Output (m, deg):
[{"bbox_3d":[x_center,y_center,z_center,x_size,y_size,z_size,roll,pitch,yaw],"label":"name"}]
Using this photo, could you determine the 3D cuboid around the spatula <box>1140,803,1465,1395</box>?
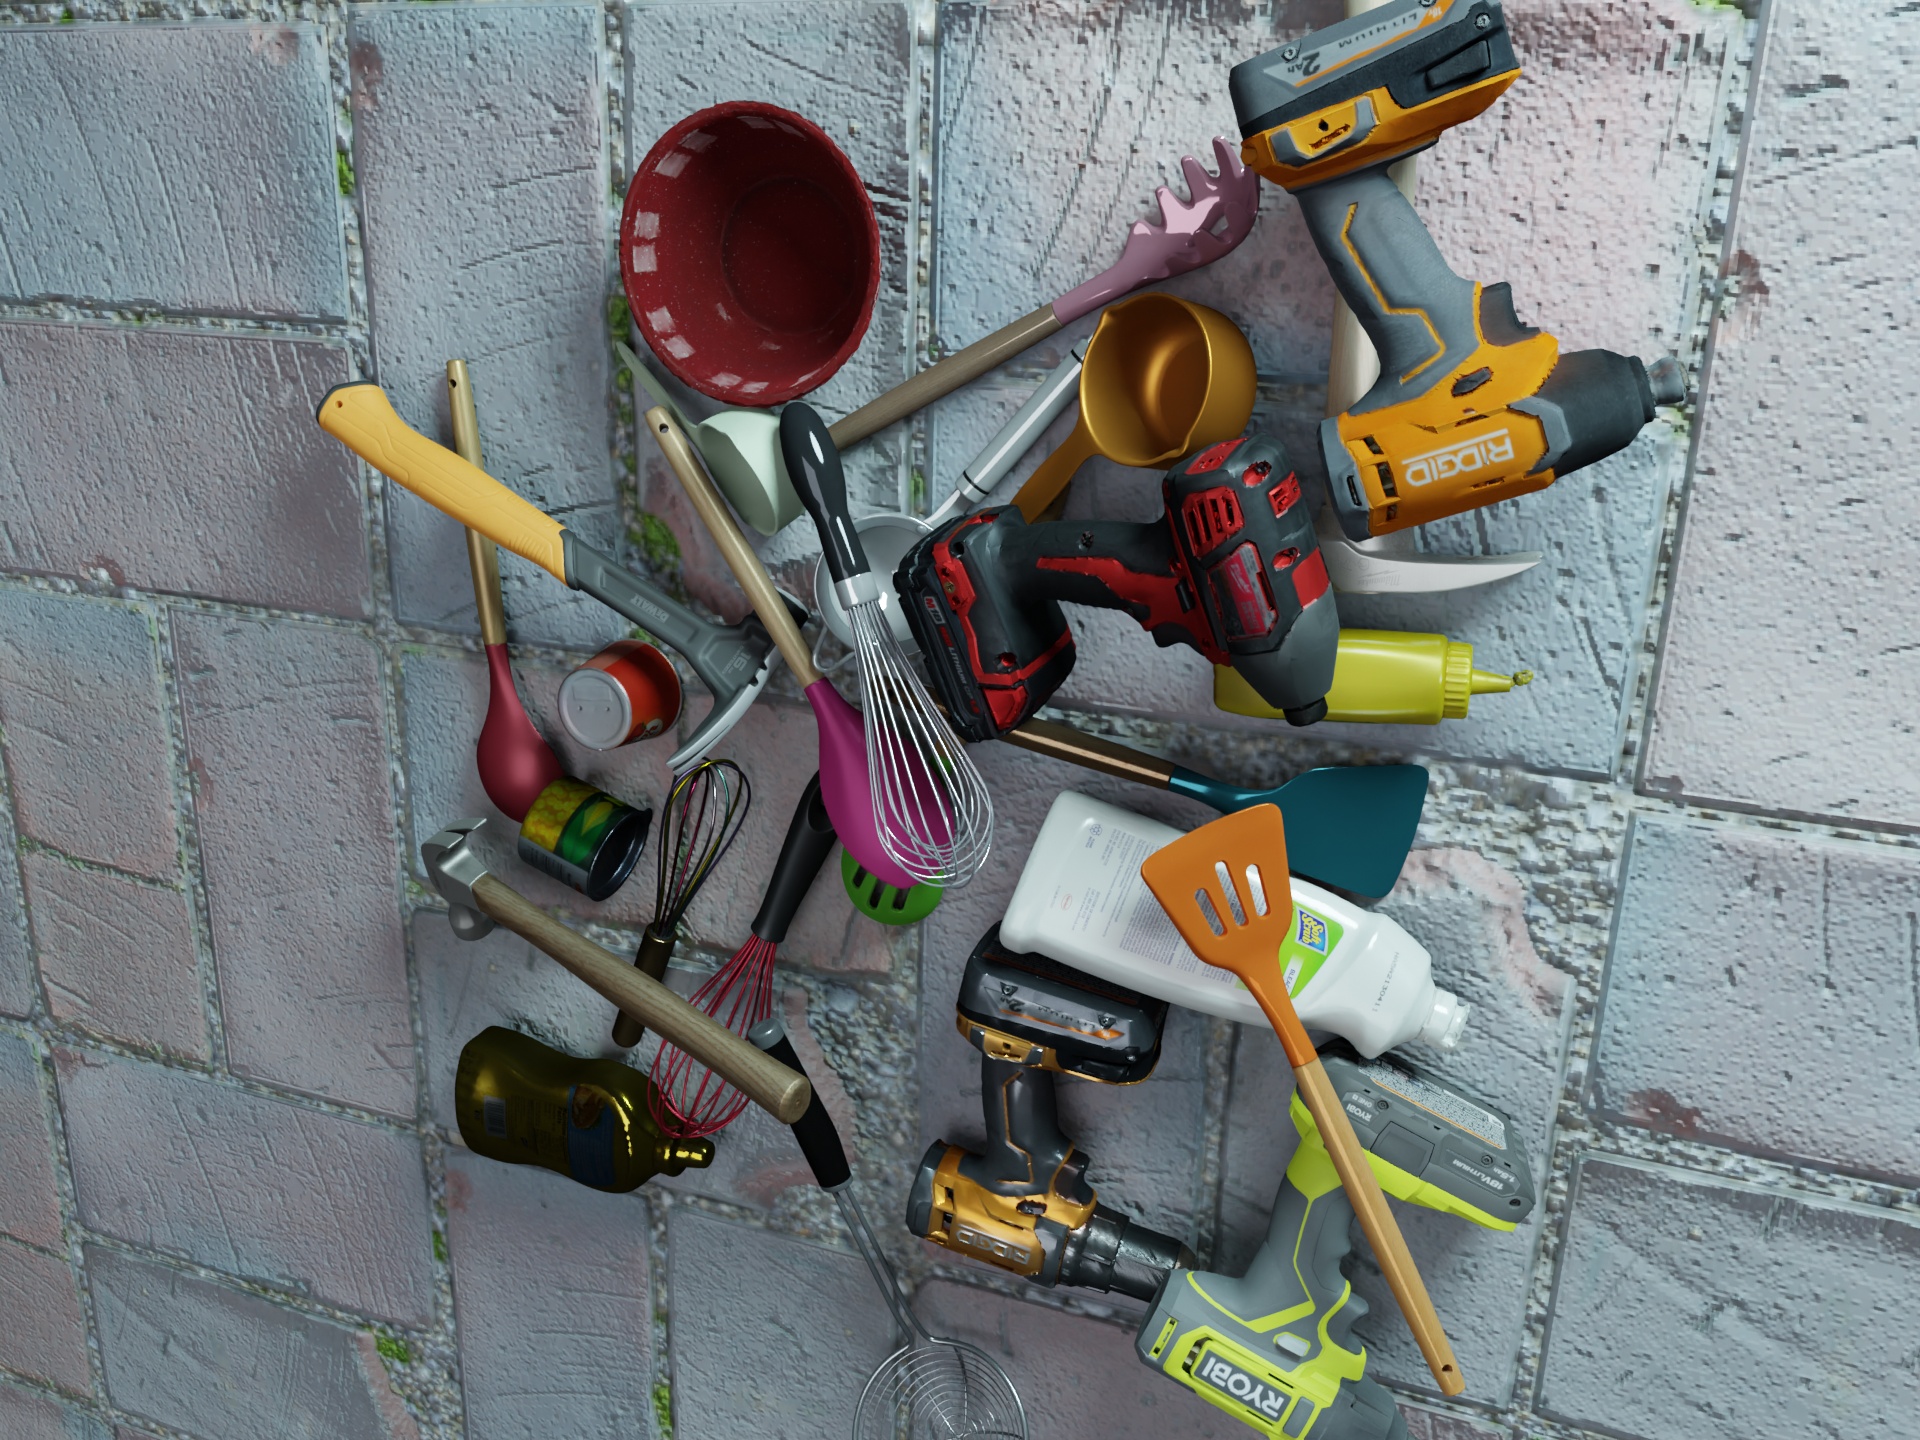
[{"bbox_3d":[0.192,0.202,0.832,0.081,0.041,0.322,-24,86,-3],"label":"spatula"}]

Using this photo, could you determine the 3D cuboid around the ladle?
[{"bbox_3d":[-0.308,-0.077,1.046,0.069,0.031,0.315,1,105,21],"label":"ladle"}]

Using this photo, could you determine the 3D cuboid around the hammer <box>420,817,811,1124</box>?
[{"bbox_3d":[-0.228,0.159,1.014,0.331,0.031,0.129,26,143,27],"label":"hammer"}]

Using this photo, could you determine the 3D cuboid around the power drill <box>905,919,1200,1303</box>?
[{"bbox_3d":[0.070,0.251,0.967,0.185,0.084,0.226,16,115,14],"label":"power drill"}]

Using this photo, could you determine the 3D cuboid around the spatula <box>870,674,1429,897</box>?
[{"bbox_3d":[0.097,0.023,0.899,0.317,0.044,0.082,18,112,15],"label":"spatula"}]

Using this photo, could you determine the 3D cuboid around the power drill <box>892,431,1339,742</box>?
[{"bbox_3d":[0.084,-0.055,0.809,0.220,0.078,0.143,-7,114,39],"label":"power drill"}]

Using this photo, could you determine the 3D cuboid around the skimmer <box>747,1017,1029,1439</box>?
[{"bbox_3d":[-0.062,0.365,1.027,0.127,0.090,0.363,-18,107,16],"label":"skimmer"}]

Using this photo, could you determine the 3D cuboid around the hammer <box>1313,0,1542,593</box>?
[{"bbox_3d":[0.212,-0.265,0.772,0.146,0.038,0.410,2,107,20],"label":"hammer"}]

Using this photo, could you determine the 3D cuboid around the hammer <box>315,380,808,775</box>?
[{"bbox_3d":[-0.264,-0.104,0.979,0.337,0.034,0.127,33,80,9],"label":"hammer"}]

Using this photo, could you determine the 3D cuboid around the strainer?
[{"bbox_3d":[0.003,-0.125,0.898,0.086,0.050,0.258,39,111,-13],"label":"strainer"}]

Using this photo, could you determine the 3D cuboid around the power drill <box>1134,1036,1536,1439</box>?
[{"bbox_3d":[0.222,0.309,0.900,0.171,0.080,0.223,27,104,10],"label":"power drill"}]

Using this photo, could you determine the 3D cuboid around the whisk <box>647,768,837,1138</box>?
[{"bbox_3d":[-0.131,0.153,1.029,0.073,0.073,0.295,29,109,11],"label":"whisk"}]

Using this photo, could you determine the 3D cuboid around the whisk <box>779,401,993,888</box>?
[{"bbox_3d":[-0.047,-0.041,0.882,0.070,0.070,0.284,-19,91,26],"label":"whisk"}]

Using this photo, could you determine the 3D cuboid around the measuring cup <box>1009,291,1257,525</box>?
[{"bbox_3d":[0.086,-0.150,0.846,0.173,0.052,0.095,-44,60,40],"label":"measuring cup"}]

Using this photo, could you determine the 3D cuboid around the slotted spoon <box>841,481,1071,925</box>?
[{"bbox_3d":[-0.001,-0.003,0.945,0.070,0.031,0.313,27,113,10],"label":"slotted spoon"}]

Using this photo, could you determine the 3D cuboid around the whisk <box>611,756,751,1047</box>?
[{"bbox_3d":[-0.196,0.123,1.053,0.051,0.047,0.245,28,118,10],"label":"whisk"}]

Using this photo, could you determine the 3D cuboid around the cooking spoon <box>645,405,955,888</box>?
[{"bbox_3d":[-0.099,-0.044,0.934,0.069,0.017,0.319,-31,91,-2],"label":"cooking spoon"}]

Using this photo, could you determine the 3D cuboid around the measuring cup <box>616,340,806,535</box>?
[{"bbox_3d":[-0.144,-0.179,0.938,0.168,0.038,0.083,47,161,22],"label":"measuring cup"}]

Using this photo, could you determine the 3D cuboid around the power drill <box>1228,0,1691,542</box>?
[{"bbox_3d":[0.225,-0.209,0.723,0.164,0.084,0.226,-15,104,21],"label":"power drill"}]

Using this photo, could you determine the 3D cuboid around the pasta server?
[{"bbox_3d":[0.026,-0.213,0.862,0.316,0.060,0.040,-23,140,29],"label":"pasta server"}]
